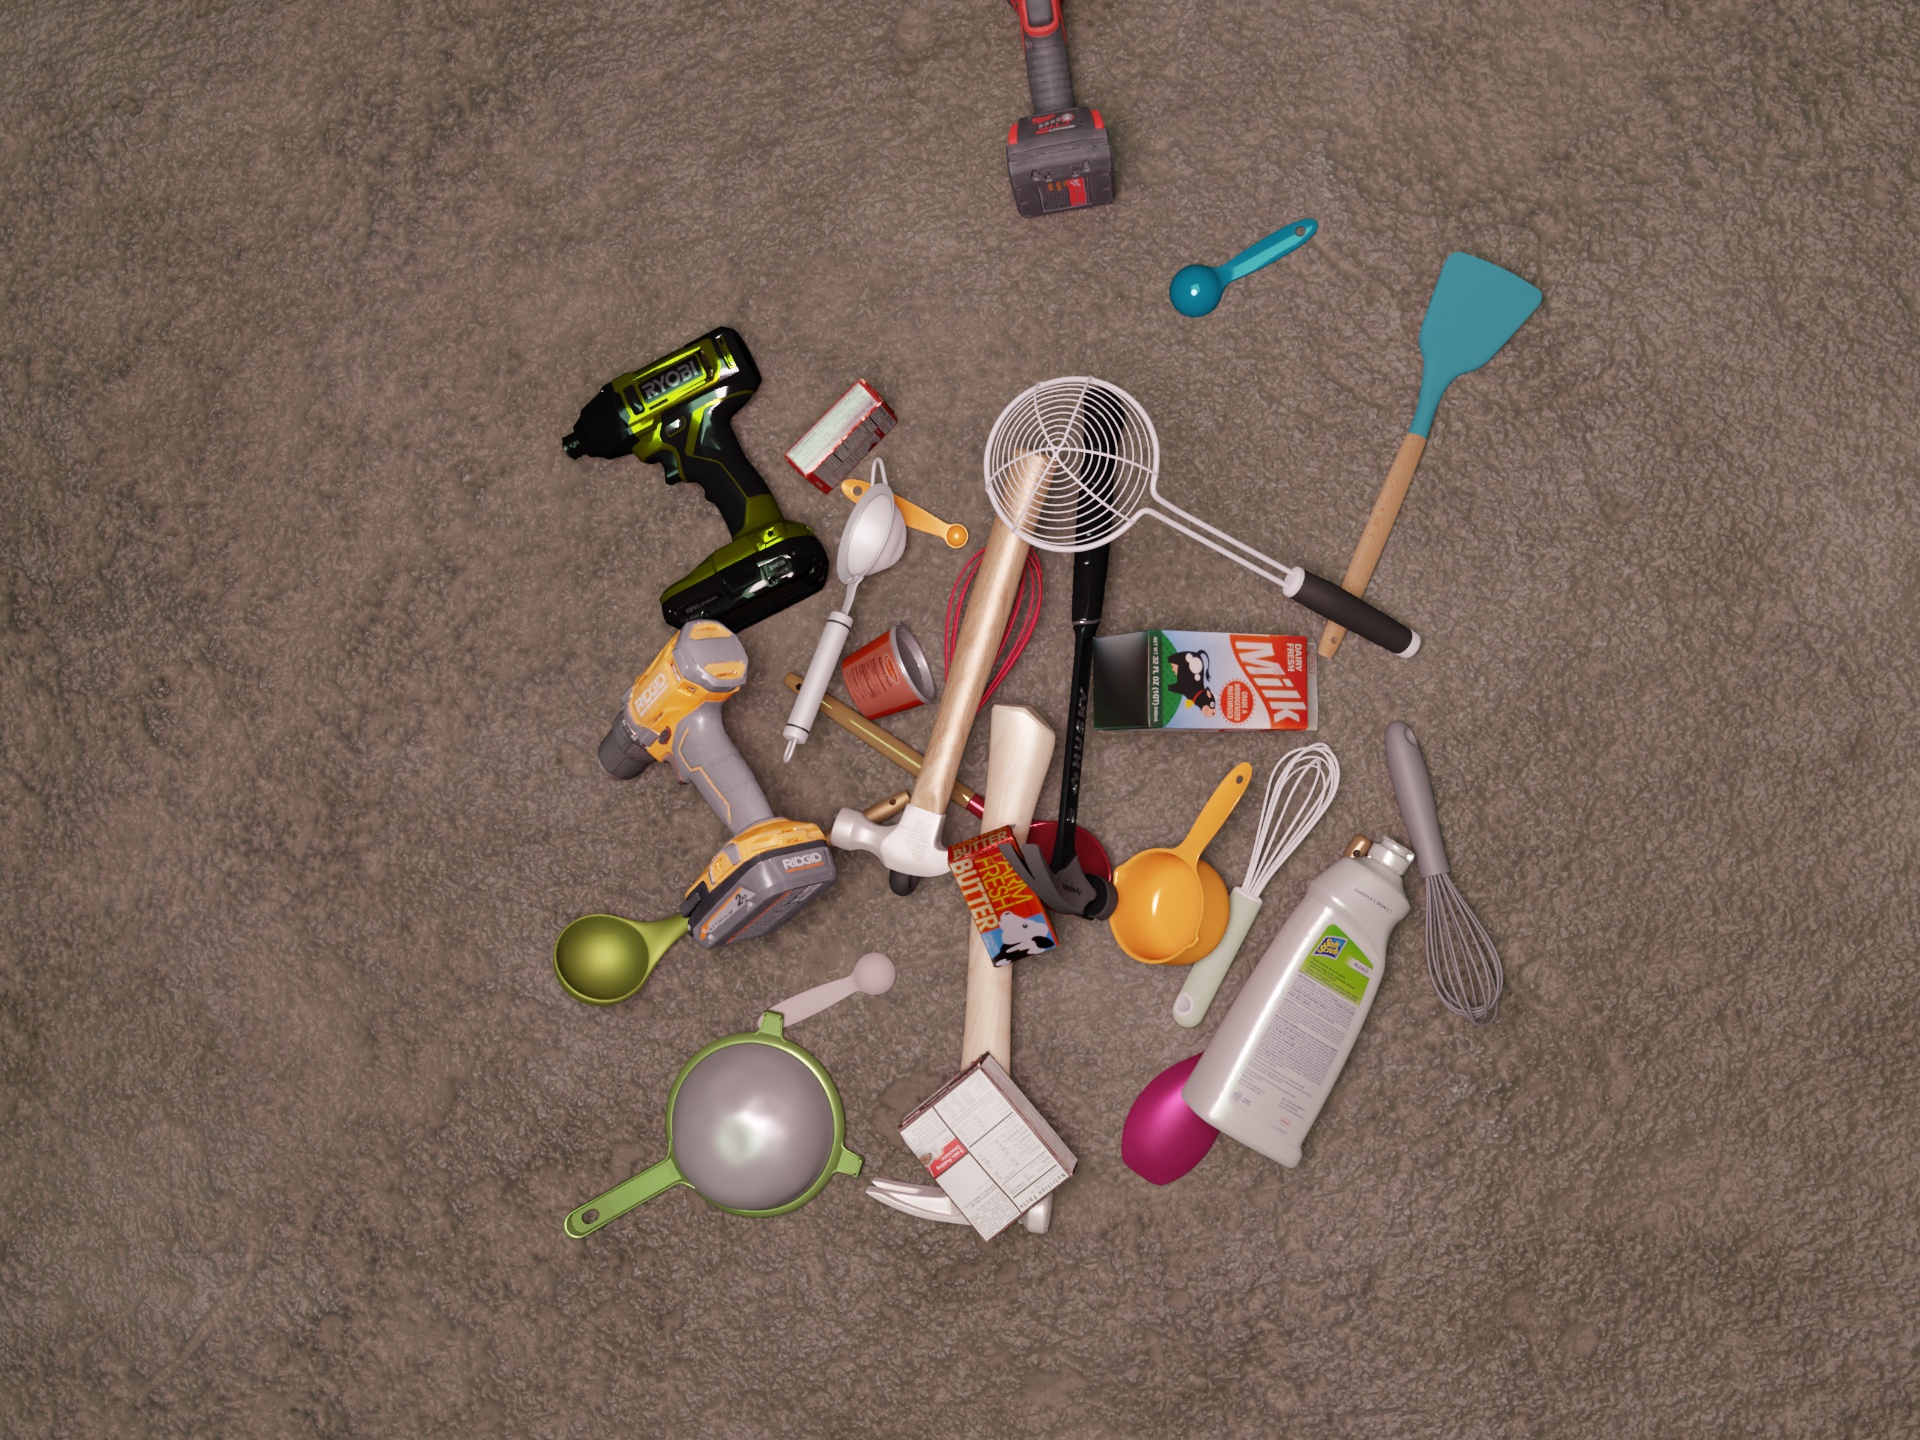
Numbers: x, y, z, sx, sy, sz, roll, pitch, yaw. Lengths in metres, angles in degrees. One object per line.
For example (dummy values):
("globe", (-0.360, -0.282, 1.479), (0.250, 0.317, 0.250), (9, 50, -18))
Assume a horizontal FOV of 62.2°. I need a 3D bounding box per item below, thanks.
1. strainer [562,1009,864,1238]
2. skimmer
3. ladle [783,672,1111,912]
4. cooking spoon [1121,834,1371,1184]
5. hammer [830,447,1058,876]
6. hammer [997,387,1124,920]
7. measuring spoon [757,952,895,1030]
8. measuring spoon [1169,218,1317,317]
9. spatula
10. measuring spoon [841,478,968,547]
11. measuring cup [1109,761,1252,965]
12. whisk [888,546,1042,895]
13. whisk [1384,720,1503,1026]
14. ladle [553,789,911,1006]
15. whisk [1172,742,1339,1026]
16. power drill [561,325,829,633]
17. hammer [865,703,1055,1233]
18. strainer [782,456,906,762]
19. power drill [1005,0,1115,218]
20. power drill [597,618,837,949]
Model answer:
("strainer", (-0.217, 0.355, 1.273), (0.256, 0.069, 0.151), (-30, 86, 6))
("skimmer", (0.188, -0.134, 1.187), (0.363, 0.090, 0.127), (24, 94, -23))
("ladle", (-0.014, 0.051, 1.277), (0.315, 0.031, 0.069), (34, 93, 10))
("cooking spoon", (0.227, 0.224, 1.239), (0.069, 0.017, 0.319), (33, 93, 6))
("hammer", (0.011, -0.041, 1.196), (0.130, 0.031, 0.331), (18, 94, 11))
("hammer", (0.091, -0.060, 1.210), (0.036, 0.149, 0.409), (-2, 75, 29))
("measuring spoon", (-0.111, 0.224, 1.289), (0.124, 0.018, 0.034), (-25, 85, 7))
("measuring spoon", (0.225, -0.364, 1.258), (0.128, 0.021, 0.042), (-28, 85, 8))
("spatula", (0.344, -0.196, 1.224), (0.082, 0.044, 0.317), (21, 93, -11))
("measuring spoon", (-0.045, -0.170, 1.299), (0.117, 0.011, 0.021), (26, 102, 12))
("measuring cup", (0.184, 0.109, 1.212), (0.095, 0.052, 0.173), (42, 106, 41))
("whisk", (-0.002, -0.004, 1.243), (0.073, 0.073, 0.296), (18, 89, 8))
("whisk", (0.364, 0.115, 1.212), (0.055, 0.055, 0.239), (-14, 81, 8))
("ladle", (-0.183, 0.135, 1.285), (0.320, 0.062, 0.078), (-29, 70, 4))
("whisk", (0.227, 0.128, 1.233), (0.058, 0.059, 0.246), (32, 98, 45))
("power drill", (-0.215, -0.186, 1.292), (0.171, 0.080, 0.223), (-26, 81, 7))
("hammer", (0.015, 0.191, 1.242), (0.146, 0.038, 0.410), (6, 95, 10))
("strainer", (-0.091, -0.084, 1.257), (0.050, 0.087, 0.258), (28, 74, -26))
("power drill", (0.063, -0.518, 1.208), (0.080, 0.188, 0.227), (-8, 91, 7))
("power drill", (-0.202, 0.061, 1.237), (0.185, 0.084, 0.226), (-40, 68, 40))
